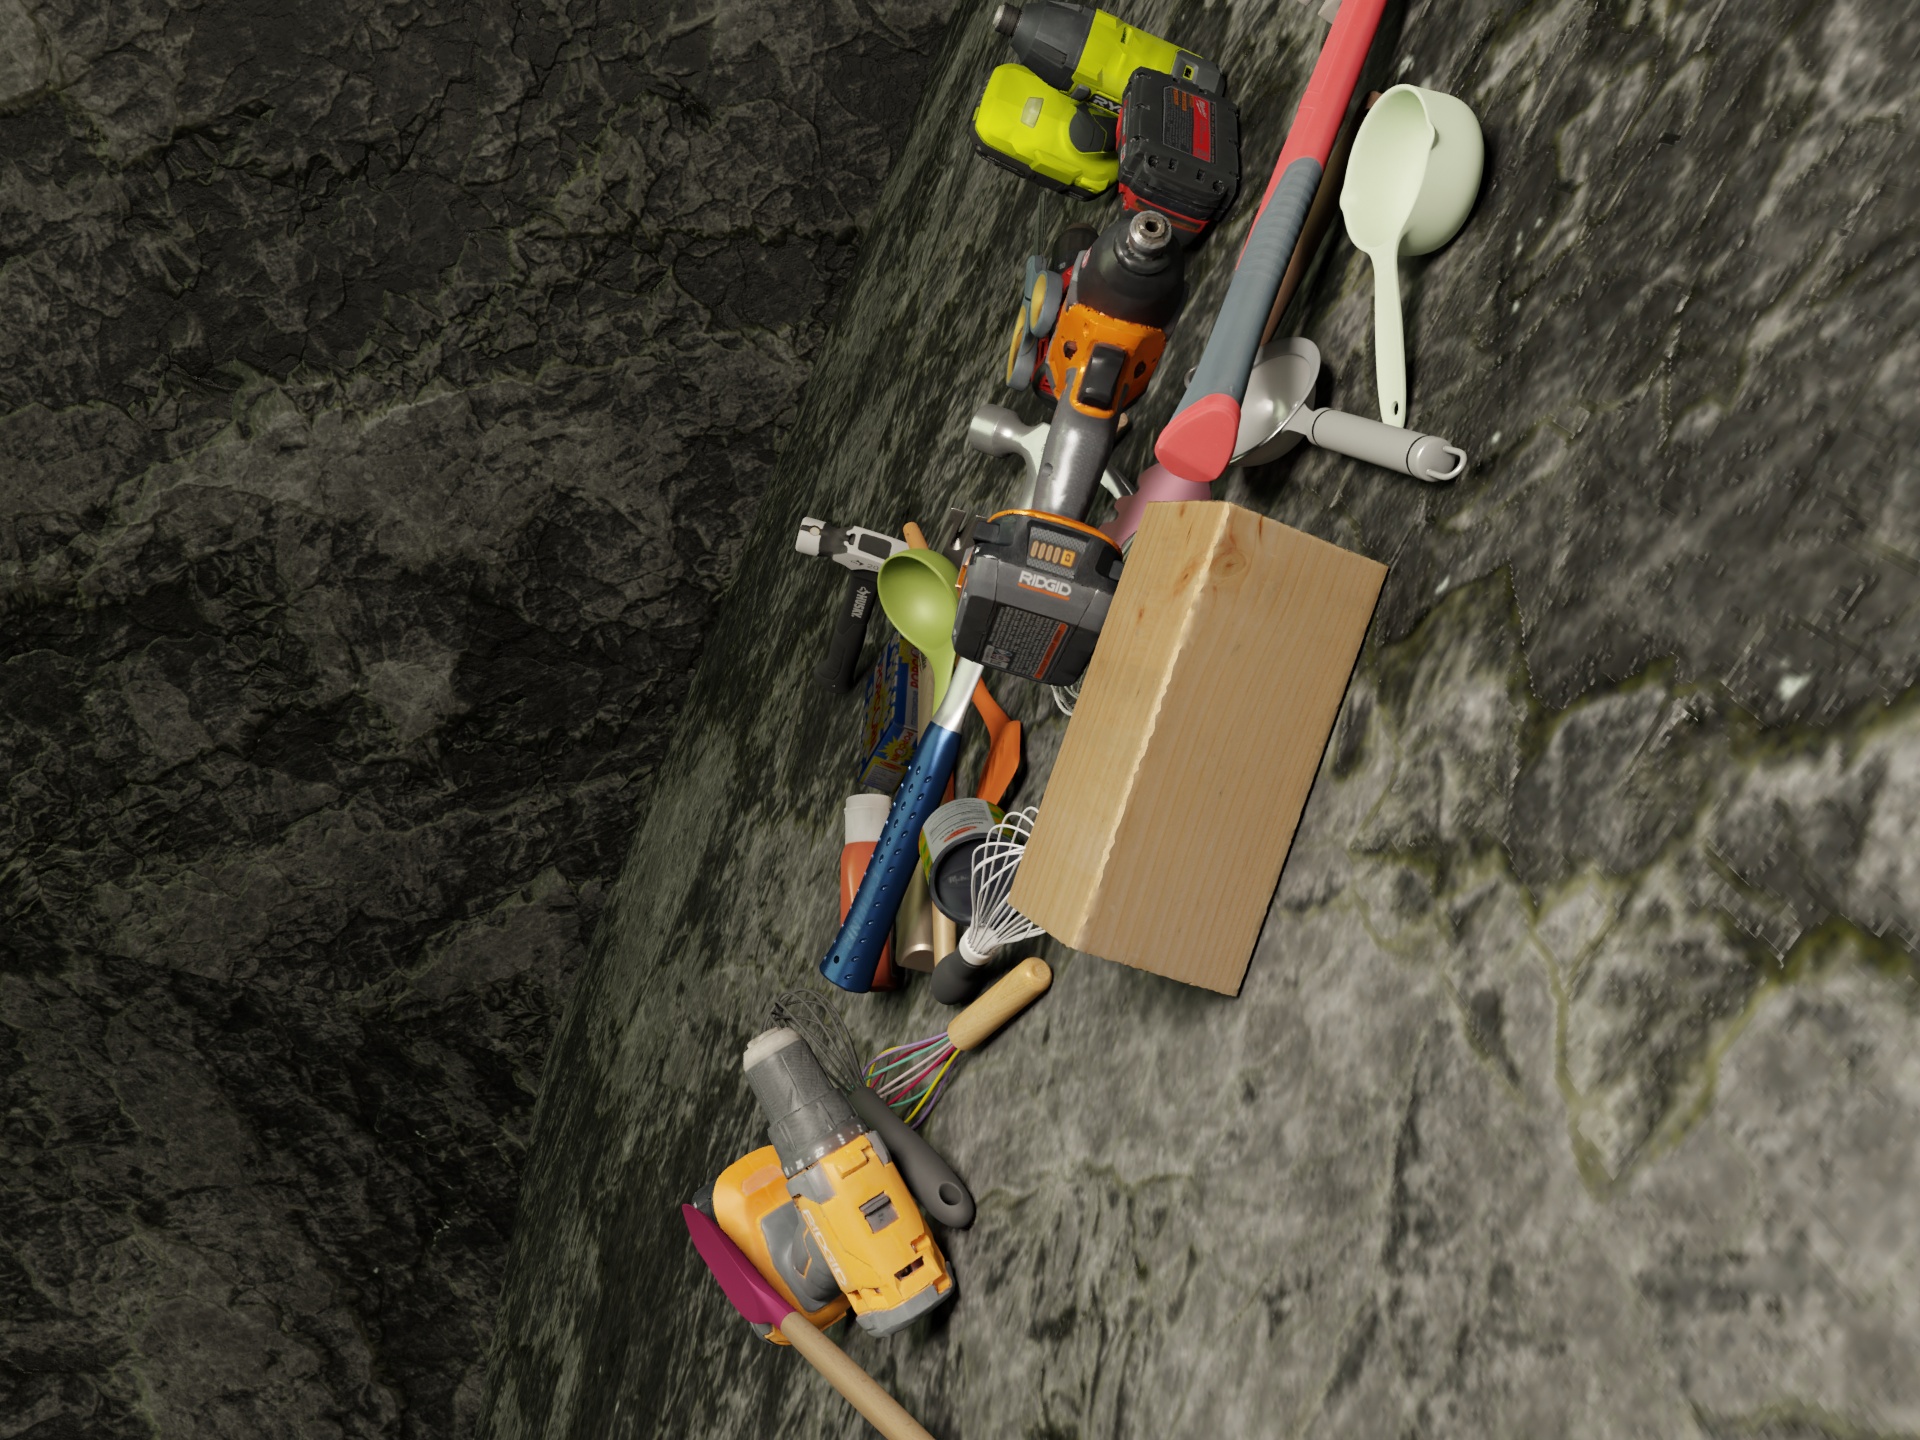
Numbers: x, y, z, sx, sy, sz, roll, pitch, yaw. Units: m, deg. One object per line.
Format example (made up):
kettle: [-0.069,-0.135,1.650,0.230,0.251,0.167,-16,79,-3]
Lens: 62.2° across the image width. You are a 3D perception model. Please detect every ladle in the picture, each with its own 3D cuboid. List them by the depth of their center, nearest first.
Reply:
ladle: [-0.023,0.030,1.125,0.078,0.062,0.320,-25,61,52]

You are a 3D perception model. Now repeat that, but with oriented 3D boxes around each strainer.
strainer: [0.175,-0.141,0.776,0.087,0.050,0.259,-50,22,4]

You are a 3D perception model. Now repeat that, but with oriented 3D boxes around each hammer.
hammer: [0.176,-0.292,0.857,0.386,0.038,0.143,-67,14,-18]
hammer: [-0.002,-0.003,1.072,0.144,0.035,0.405,27,100,36]
hammer: [-0.019,0.012,1.247,0.146,0.038,0.411,117,161,-45]
hammer: [-0.099,-0.097,1.558,0.334,0.146,0.035,117,167,-68]

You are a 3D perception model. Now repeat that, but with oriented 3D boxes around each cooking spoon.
cooking spoon: [-0.084,0.359,0.915,0.319,0.017,0.068,18,127,52]

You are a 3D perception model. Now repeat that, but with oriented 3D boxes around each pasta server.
pasta server: [0.160,-0.204,0.898,0.316,0.060,0.040,-64,0,5]

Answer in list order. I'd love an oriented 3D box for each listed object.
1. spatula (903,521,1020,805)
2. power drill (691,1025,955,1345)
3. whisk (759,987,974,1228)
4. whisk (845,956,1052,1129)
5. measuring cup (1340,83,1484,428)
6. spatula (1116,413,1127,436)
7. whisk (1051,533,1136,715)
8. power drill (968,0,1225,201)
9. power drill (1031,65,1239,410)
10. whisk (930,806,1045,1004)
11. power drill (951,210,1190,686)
spatula: [-0.005,-0.048,1.202,0.081,0.041,0.323,-60,36,35]
power drill: [-0.101,0.296,0.995,0.185,0.084,0.226,59,149,10]
whisk: [-0.060,0.242,1.008,0.239,0.055,0.055,36,109,47]
whisk: [-0.011,0.205,1.014,0.245,0.051,0.047,-49,21,47]
measuring cup: [0.217,-0.215,0.754,0.083,0.038,0.167,166,105,-73]
spatula: [0.056,-0.159,1.243,0.316,0.018,0.060,137,146,-62]
whisk: [0.116,-0.115,0.951,0.059,0.057,0.246,32,99,50]
power drill: [0.088,-0.485,1.236,0.223,0.171,0.080,-159,88,-78]
power drill: [0.117,-0.360,1.171,0.226,0.080,0.188,123,159,-50]
whisk: [0.017,0.124,0.947,0.284,0.070,0.070,117,166,-62]
power drill: [0.064,-0.147,0.835,0.164,0.084,0.227,110,177,-74]
